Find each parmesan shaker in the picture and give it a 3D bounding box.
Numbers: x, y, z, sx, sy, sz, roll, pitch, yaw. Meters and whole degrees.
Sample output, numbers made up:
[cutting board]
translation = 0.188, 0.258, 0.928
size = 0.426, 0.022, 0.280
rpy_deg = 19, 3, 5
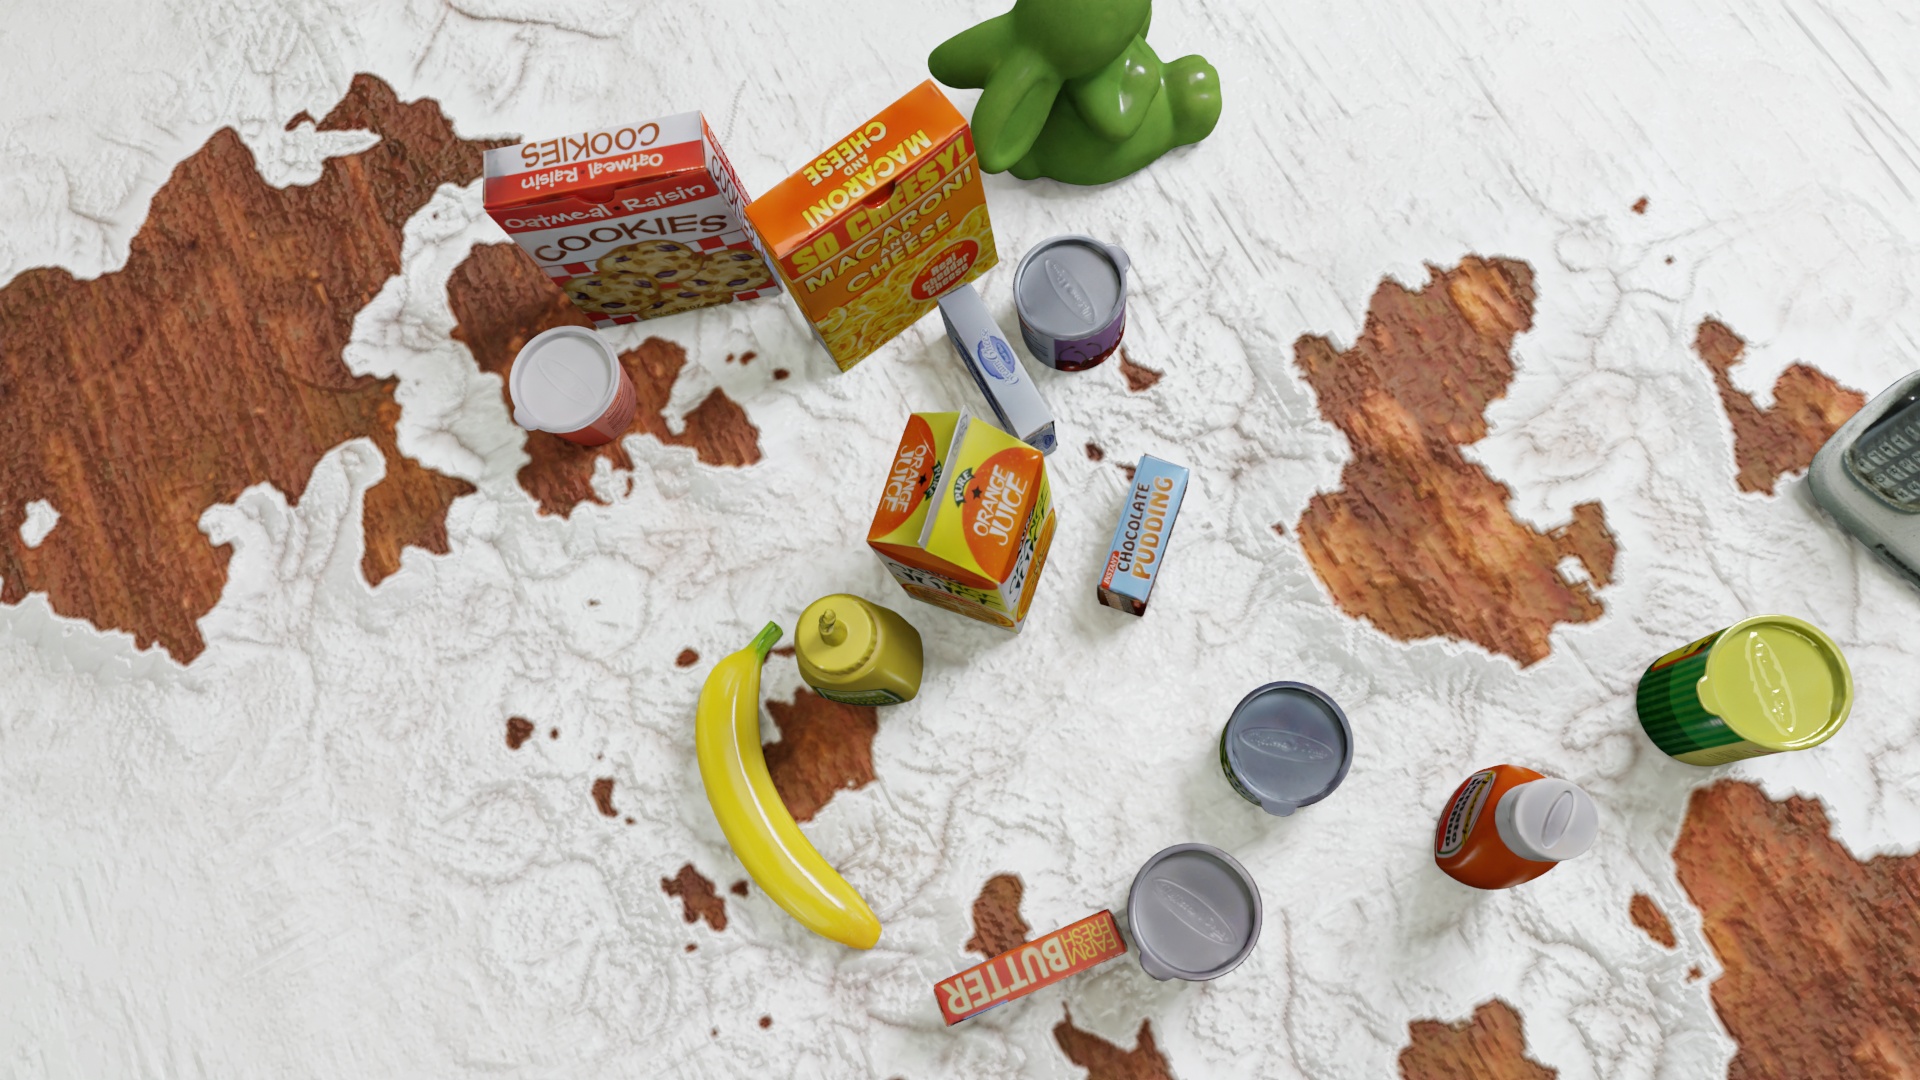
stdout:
[parmesan shaker]
translation = 0.395, 0.080, 0.713
size = 0.071, 0.103, 0.071
rpy_deg = -2, 76, 6

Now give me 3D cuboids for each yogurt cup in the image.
[yogurt cup]
translation = -0.234, -0.091, 0.855
size = 0.072, 0.054, 0.072
rpy_deg = -2, 76, 6

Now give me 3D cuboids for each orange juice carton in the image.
[orange juice carton]
translation = 0.003, -0.009, 0.734
size = 0.073, 0.192, 0.072
rpy_deg = 17, 79, 11

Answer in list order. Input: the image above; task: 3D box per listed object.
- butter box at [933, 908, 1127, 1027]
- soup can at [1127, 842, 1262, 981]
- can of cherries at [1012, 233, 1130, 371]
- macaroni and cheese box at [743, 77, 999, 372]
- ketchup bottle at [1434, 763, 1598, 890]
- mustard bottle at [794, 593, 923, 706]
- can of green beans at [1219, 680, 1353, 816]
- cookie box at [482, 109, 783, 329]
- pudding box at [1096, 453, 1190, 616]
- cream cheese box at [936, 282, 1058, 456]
[butter box]
translation = 0.038, 0.227, 0.743
size = 0.103, 0.053, 0.024
rpy_deg = -23, 75, 1
[soup can]
translation = 0.119, 0.195, 0.726
size = 0.071, 0.083, 0.071
rpy_deg = -2, 76, 6
[can of cherries]
translation = 0.069, -0.142, 0.829
size = 0.071, 0.058, 0.071
rpy_deg = -2, 76, 6
[macaroni and cheese box]
translation = -0.043, -0.173, 0.795
size = 0.124, 0.166, 0.040
rpy_deg = -36, 75, -3
[ketchup bottle]
translation = 0.275, 0.141, 0.687
size = 0.043, 0.148, 0.065
rpy_deg = 26, 81, 12
[mustard bottle]
translation = -0.059, 0.058, 0.741
size = 0.065, 0.160, 0.049
rpy_deg = 0, 77, 7
[can of green beans]
translation = 0.175, 0.113, 0.753
size = 0.071, 0.057, 0.071
rpy_deg = -2, 76, 6
[cookie box]
translation = -0.185, -0.182, 0.813
size = 0.123, 0.167, 0.040
rpy_deg = -10, 76, 4
[pudding box]
translation = 0.104, -0.003, 0.795
size = 0.030, 0.049, 0.084
rpy_deg = 18, 79, 11
[cream cheese box]
translation = 0.023, -0.099, 0.827
size = 0.024, 0.053, 0.104
rpy_deg = -30, 75, -1
